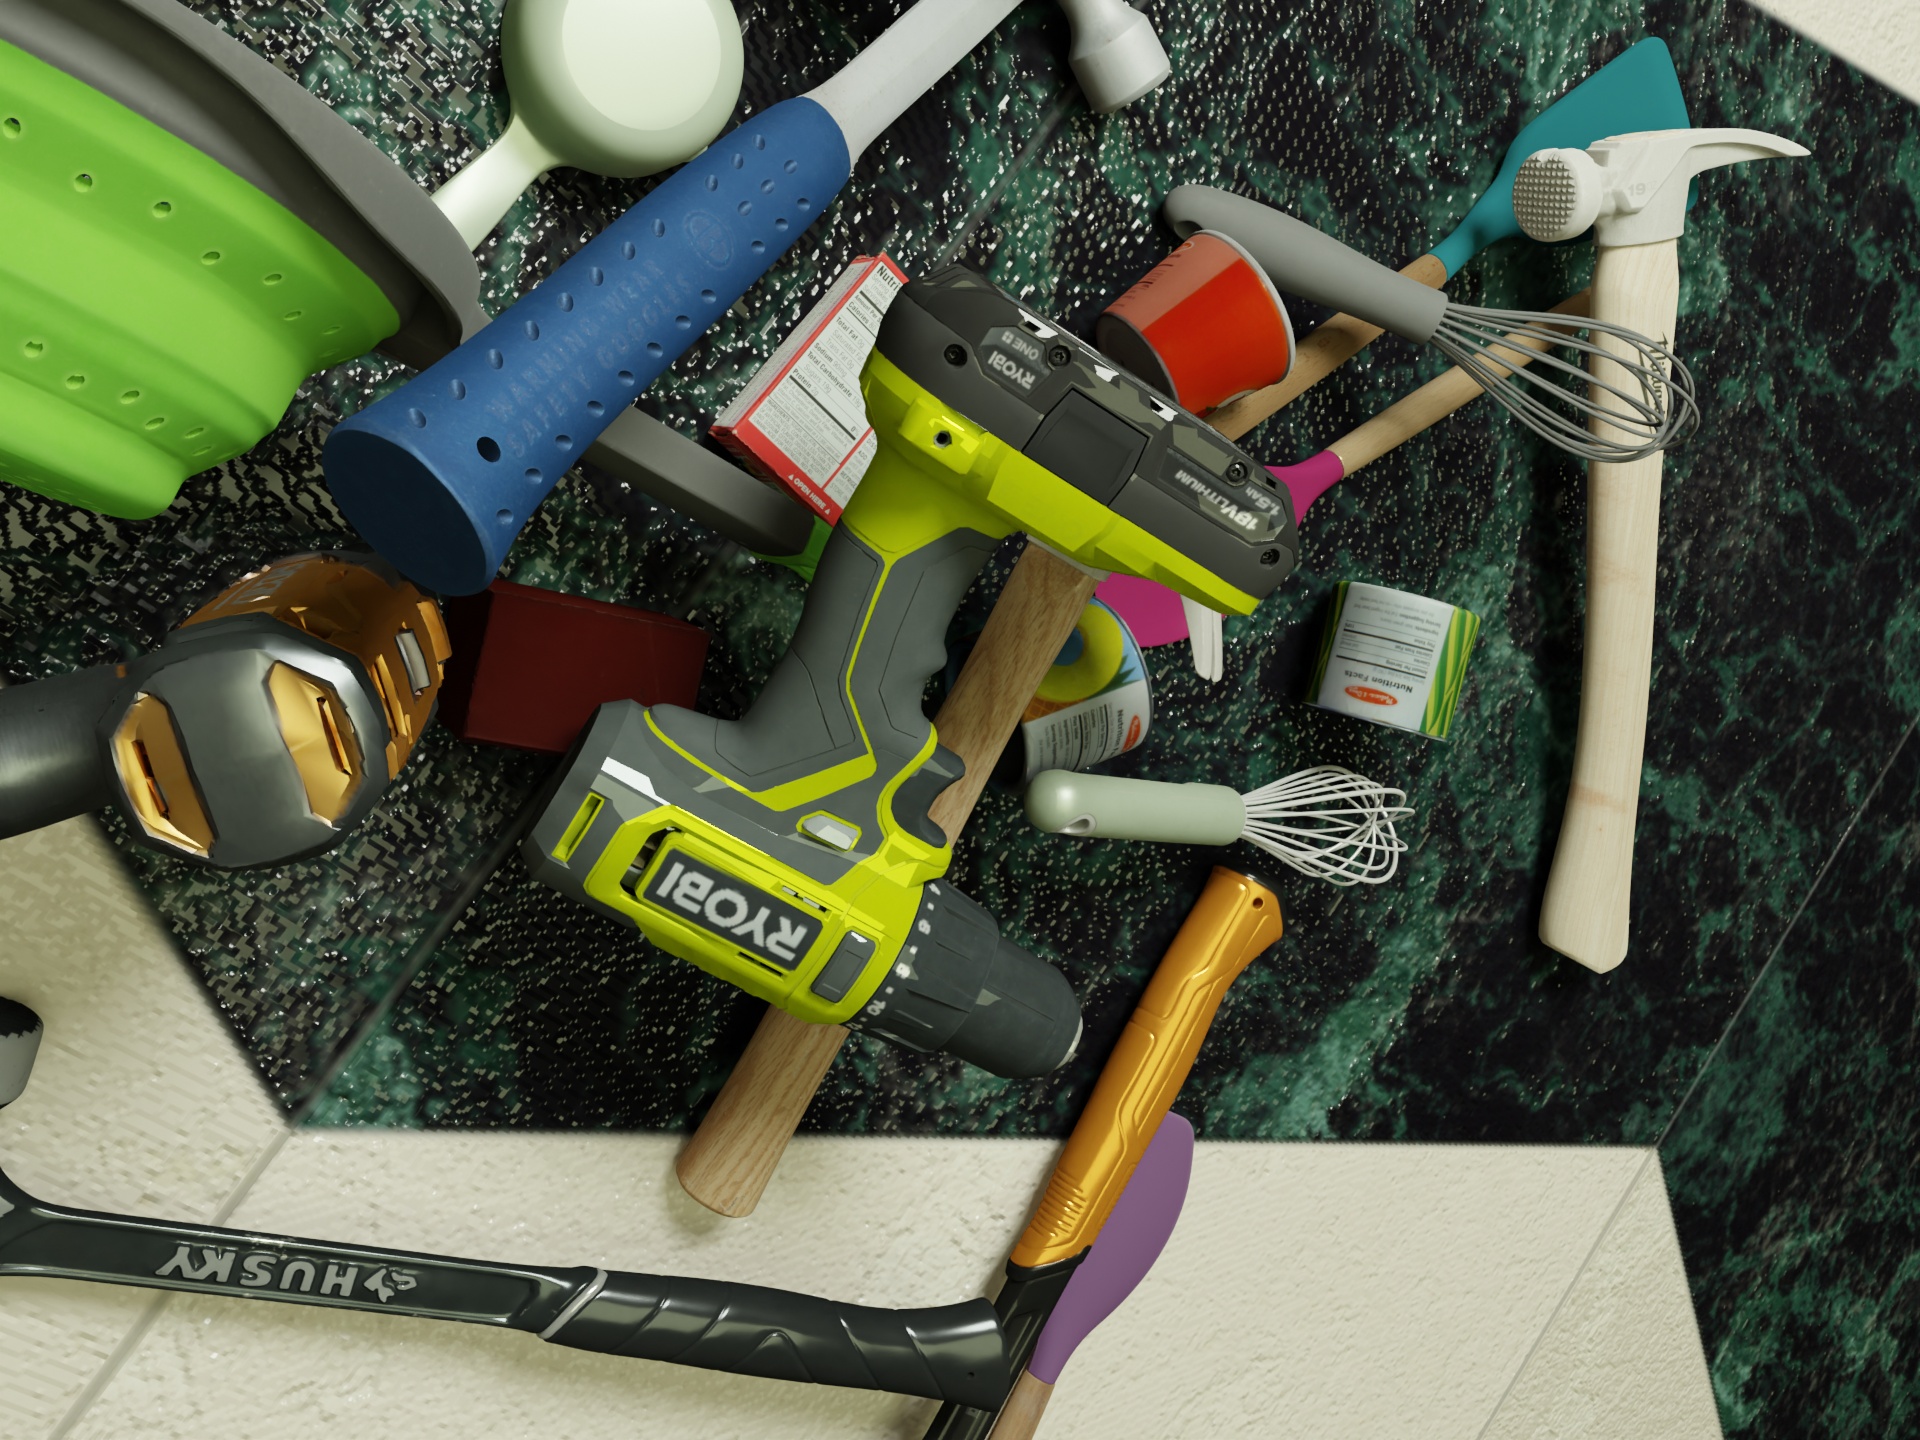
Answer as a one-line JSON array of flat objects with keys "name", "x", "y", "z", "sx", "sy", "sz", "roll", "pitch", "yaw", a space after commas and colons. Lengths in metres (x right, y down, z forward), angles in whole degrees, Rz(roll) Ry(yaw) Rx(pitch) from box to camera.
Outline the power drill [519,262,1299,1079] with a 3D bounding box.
[{"name": "power drill", "x": -0.001, "y": -0.002, "z": 0.493, "sx": 0.190, "sy": 0.080, "sz": 0.228, "roll": 30, "pitch": 106, "yaw": -15}]

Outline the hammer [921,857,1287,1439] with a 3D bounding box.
[{"name": "hammer", "x": 0.043, "y": 0.207, "z": 0.690, "sx": 0.127, "sy": 0.034, "sz": 0.337, "roll": 33, "pitch": 81, "yaw": -19}]

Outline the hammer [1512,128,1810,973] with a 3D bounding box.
[{"name": "hammer", "x": 0.324, "y": -0.066, "z": 0.765, "sx": 0.146, "sy": 0.038, "sz": 0.410, "roll": -16, "pitch": 115, "yaw": -23}]

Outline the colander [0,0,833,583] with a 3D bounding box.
[{"name": "colander", "x": -0.177, "y": -0.083, "z": 0.432, "sx": 0.396, "sy": 0.205, "sz": 0.094, "roll": 27, "pitch": 81, "yaw": -46}]

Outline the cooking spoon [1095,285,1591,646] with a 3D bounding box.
[{"name": "cooking spoon", "x": 0.184, "y": -0.125, "z": 0.711, "sx": 0.319, "sy": 0.017, "sz": 0.068, "roll": -32, "pitch": 122, "yaw": -19}]

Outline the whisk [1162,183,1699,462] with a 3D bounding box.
[{"name": "whisk", "x": 0.192, "y": -0.165, "z": 0.649, "sx": 0.239, "sy": 0.055, "sz": 0.055, "roll": 22, "pitch": 90, "yaw": -5}]

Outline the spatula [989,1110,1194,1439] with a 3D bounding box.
[{"name": "spatula", "x": 0.027, "y": 0.321, "z": 0.721, "sx": 0.059, "sy": 0.018, "sz": 0.316, "roll": 29, "pitch": 85, "yaw": -26}]

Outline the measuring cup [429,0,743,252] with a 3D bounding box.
[{"name": "measuring cup", "x": -0.137, "y": -0.183, "z": 0.509, "sx": 0.167, "sy": 0.038, "sz": 0.083, "roll": -49, "pitch": 119, "yaw": -9}]

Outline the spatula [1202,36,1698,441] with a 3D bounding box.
[{"name": "spatula", "x": 0.195, "y": -0.184, "z": 0.690, "sx": 0.317, "sy": 0.044, "sz": 0.082, "roll": -37, "pitch": 119, "yaw": -16}]

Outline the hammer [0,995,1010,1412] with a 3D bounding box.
[{"name": "hammer", "x": -0.159, "y": 0.209, "z": 0.563, "sx": 0.408, "sy": 0.036, "sz": 0.149, "roll": 18, "pitch": 94, "yaw": -25}]

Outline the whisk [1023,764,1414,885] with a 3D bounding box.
[{"name": "whisk", "x": 0.115, "y": 0.039, "z": 0.668, "sx": 0.246, "sy": 0.058, "sz": 0.059, "roll": 7, "pitch": 59, "yaw": -44}]

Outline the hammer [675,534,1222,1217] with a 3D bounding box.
[{"name": "hammer", "x": -0.015, "y": 0.043, "z": 0.581, "sx": 0.331, "sy": 0.130, "sz": 0.031, "roll": -61, "pitch": 159, "yaw": 11}]

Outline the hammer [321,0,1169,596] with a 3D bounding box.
[{"name": "hammer", "x": -0.040, "y": -0.176, "z": 0.456, "sx": 0.144, "sy": 0.035, "sz": 0.406, "roll": 56, "pitch": 42, "yaw": -25}]

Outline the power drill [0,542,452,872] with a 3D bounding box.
[{"name": "power drill", "x": -0.253, "y": 0.002, "z": 0.432, "sx": 0.226, "sy": 0.185, "sz": 0.084, "roll": -14, "pitch": 108, "yaw": -6}]
